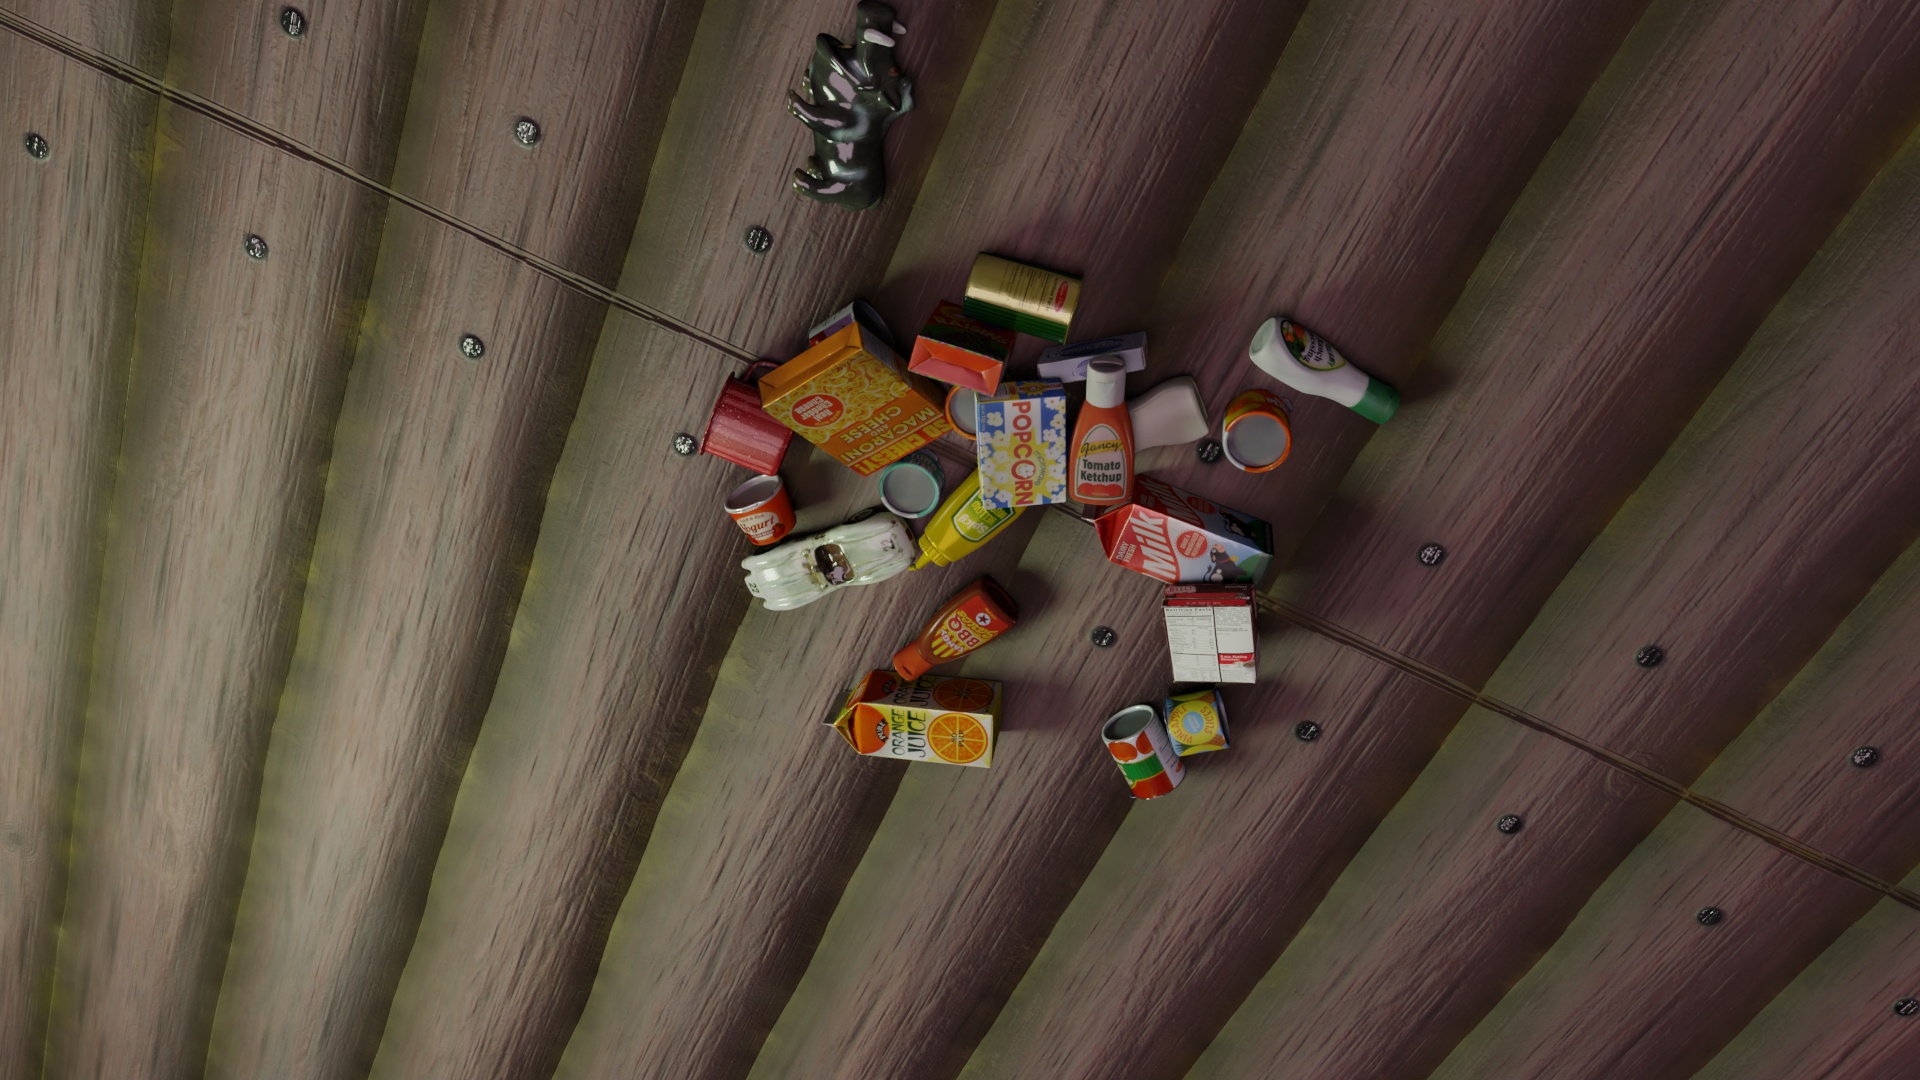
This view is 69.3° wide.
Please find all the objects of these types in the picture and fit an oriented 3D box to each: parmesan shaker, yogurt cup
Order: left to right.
[{"bbox_3d":[-0.211,-0.032,1.485,0.072,0.073,0.053,-16,121,18],"label":"yogurt cup"},{"bbox_3d":[0.060,-0.235,1.330,0.103,0.071,0.071,16,119,3],"label":"parmesan shaker"}]

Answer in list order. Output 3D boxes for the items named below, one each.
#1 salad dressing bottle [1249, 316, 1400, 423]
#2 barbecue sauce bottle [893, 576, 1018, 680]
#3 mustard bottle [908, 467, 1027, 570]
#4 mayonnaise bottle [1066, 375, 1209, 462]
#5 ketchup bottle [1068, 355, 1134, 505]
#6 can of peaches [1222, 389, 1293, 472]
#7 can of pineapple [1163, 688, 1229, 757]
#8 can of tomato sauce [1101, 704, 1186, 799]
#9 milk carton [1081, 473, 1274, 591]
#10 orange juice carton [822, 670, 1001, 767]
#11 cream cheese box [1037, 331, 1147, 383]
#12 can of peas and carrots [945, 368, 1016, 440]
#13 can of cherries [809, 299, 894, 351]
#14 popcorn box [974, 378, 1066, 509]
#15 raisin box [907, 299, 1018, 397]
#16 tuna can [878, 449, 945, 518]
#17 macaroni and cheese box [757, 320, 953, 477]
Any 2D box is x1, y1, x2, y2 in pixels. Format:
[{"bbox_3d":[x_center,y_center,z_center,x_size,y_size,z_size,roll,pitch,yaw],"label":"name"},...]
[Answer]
[{"bbox_3d":[0.347,-0.159,1.317,0.147,0.064,0.043,26,138,-12],"label":"salad dressing bottle"},{"bbox_3d":[-0.010,0.102,1.525,0.148,0.044,0.065,-36,106,25],"label":"barbecue sauce bottle"},{"bbox_3d":[0.005,-0.018,1.443,0.065,0.049,0.160,43,103,-14],"label":"mustard bottle"},{"bbox_3d":[0.169,-0.115,1.383,0.148,0.041,0.064,-15,117,19],"label":"mayonnaise bottle"},{"bbox_3d":[0.138,-0.106,1.339,0.065,0.044,0.148,3,126,6],"label":"ketchup bottle"},{"bbox_3d":[0.290,-0.108,1.352,0.071,0.058,0.071,5,118,9],"label":"can of peaches"},{"bbox_3d":[0.257,0.198,1.508,0.058,0.071,0.070,-13,114,16],"label":"can of pineapple"},{"bbox_3d":[0.201,0.235,1.540,0.071,0.071,0.083,-22,110,21],"label":"can of tomato sauce"},{"bbox_3d":[0.215,-0.005,1.411,0.191,0.073,0.073,21,119,0],"label":"milk carton"},{"bbox_3d":[-0.054,0.198,1.566,0.193,0.072,0.072,5,117,8],"label":"orange juice carton"},{"bbox_3d":[0.129,-0.177,1.351,0.104,0.053,0.024,-8,113,15],"label":"cream cheese box"},{"bbox_3d":[0.019,-0.141,1.387,0.071,0.059,0.070,4,117,9],"label":"can of peas and carrots"},{"bbox_3d":[-0.106,-0.194,1.378,0.058,0.072,0.071,-29,108,23],"label":"can of cherries"},{"bbox_3d":[0.059,-0.094,1.353,0.085,0.038,0.126,-6,127,-3],"label":"popcorn box"},{"bbox_3d":[0.006,-0.185,1.330,0.086,0.124,0.040,17,117,2],"label":"raisin box"},{"bbox_3d":[-0.050,-0.060,1.456,0.071,0.033,0.070,5,118,9],"label":"tuna can"},{"bbox_3d":[-0.099,-0.136,1.374,0.123,0.040,0.166,-27,145,23],"label":"macaroni and cheese box"}]
